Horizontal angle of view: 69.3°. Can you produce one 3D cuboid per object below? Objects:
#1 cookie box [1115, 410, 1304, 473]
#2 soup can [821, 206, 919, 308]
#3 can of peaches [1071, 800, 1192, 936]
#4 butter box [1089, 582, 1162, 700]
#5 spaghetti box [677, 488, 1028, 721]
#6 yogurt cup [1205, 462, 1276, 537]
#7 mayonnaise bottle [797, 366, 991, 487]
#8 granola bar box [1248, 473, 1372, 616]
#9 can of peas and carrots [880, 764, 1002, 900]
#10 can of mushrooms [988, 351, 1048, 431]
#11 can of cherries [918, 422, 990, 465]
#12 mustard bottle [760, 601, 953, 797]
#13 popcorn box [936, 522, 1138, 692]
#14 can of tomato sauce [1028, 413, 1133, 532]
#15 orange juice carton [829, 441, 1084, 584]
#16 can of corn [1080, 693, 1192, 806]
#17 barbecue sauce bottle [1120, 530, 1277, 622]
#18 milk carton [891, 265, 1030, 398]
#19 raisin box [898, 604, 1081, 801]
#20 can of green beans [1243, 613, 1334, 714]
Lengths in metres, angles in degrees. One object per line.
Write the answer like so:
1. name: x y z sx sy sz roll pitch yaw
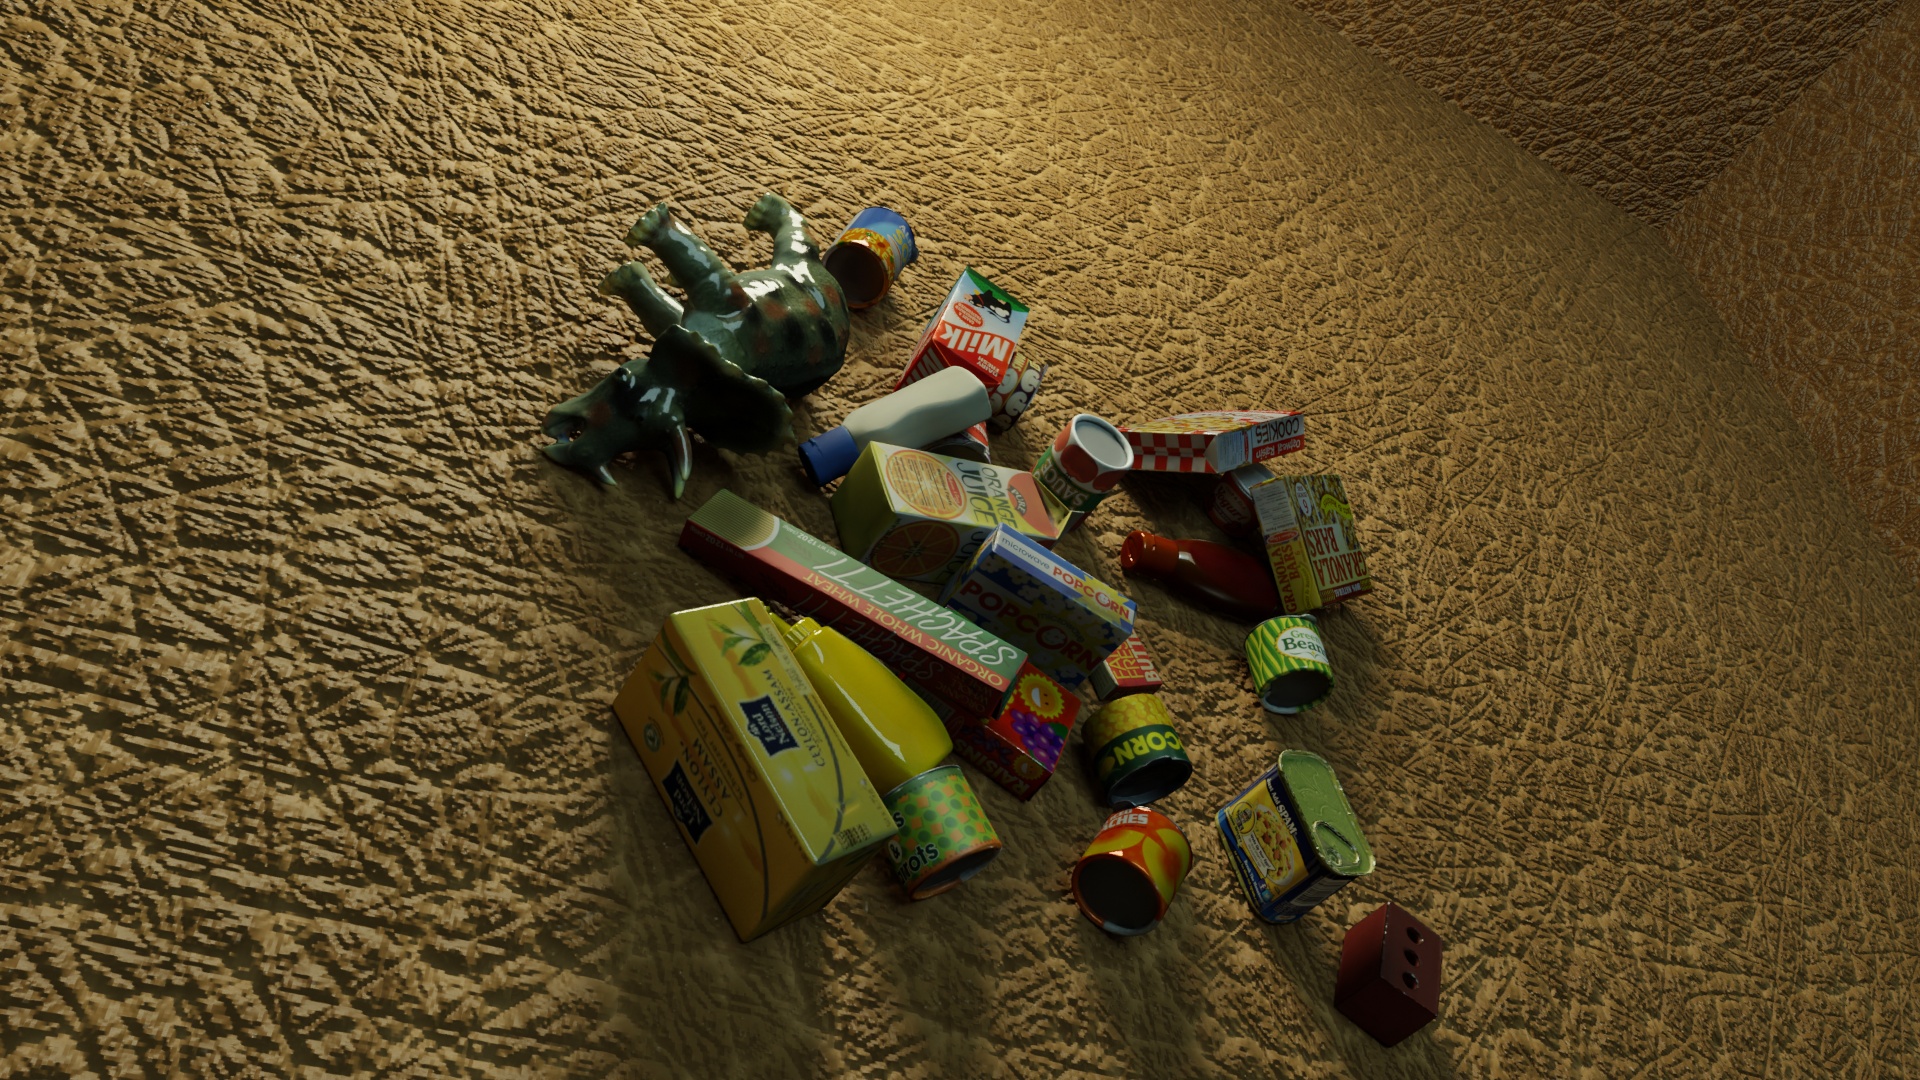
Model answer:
1. cookie box: 0.236 -0.097 1.330 0.168 0.123 0.040 -15 106 -48
2. soup can: -0.082 -0.257 1.266 0.071 0.071 0.084 34 37 -8
3. can of peaches: 0.114 0.220 0.931 0.071 0.071 0.058 43 37 5
4. butter box: 0.116 0.080 1.116 0.053 0.024 0.104 2 50 -39
5. spaghetti box: -0.072 0.042 0.948 0.250 0.028 0.050 28 37 7
6. yogurt cup: 0.276 -0.040 1.354 0.072 0.053 0.073 23 39 -20
7. mayonnaise bottle: -0.053 -0.087 1.078 0.148 0.041 0.065 -26 32 -16
8. granola bar box: 0.334 0.001 1.308 0.166 0.039 0.124 -6 79 -58
9. can of peas and carrots: -0.018 0.182 0.860 0.071 0.070 0.059 -6 56 -44
10. can of mushrooms: 0.046 -0.136 1.246 0.033 0.070 0.071 32 37 -8
11. can of cherries: -0.007 -0.075 1.135 0.071 0.071 0.059 21 40 -24
12. mustard bottle: -0.078 0.098 0.911 0.160 0.048 0.065 45 36 9
13. popcorn box: 0.057 0.052 1.044 0.126 0.084 0.038 31 38 -11
14. can of tomato sauce: 0.099 -0.058 1.197 0.071 0.082 0.071 24 39 -20
15. orange juice carton: 0.004 -0.014 1.079 0.193 0.071 0.073 9 46 -34
16. can of corn: 0.128 0.152 1.012 0.071 0.070 0.058 8 46 -35
17. barbecue sauce bottle: 0.213 0.027 1.239 0.148 0.043 0.065 17 46 -26
18. milk carton: -0.001 -0.159 1.228 0.073 0.072 0.191 33 37 -9
19. raisin box: 0.018 0.114 0.984 0.123 0.040 0.086 35 36 -3
20. can of green beans: 0.282 0.107 1.194 0.071 0.071 0.058 19 41 -25
